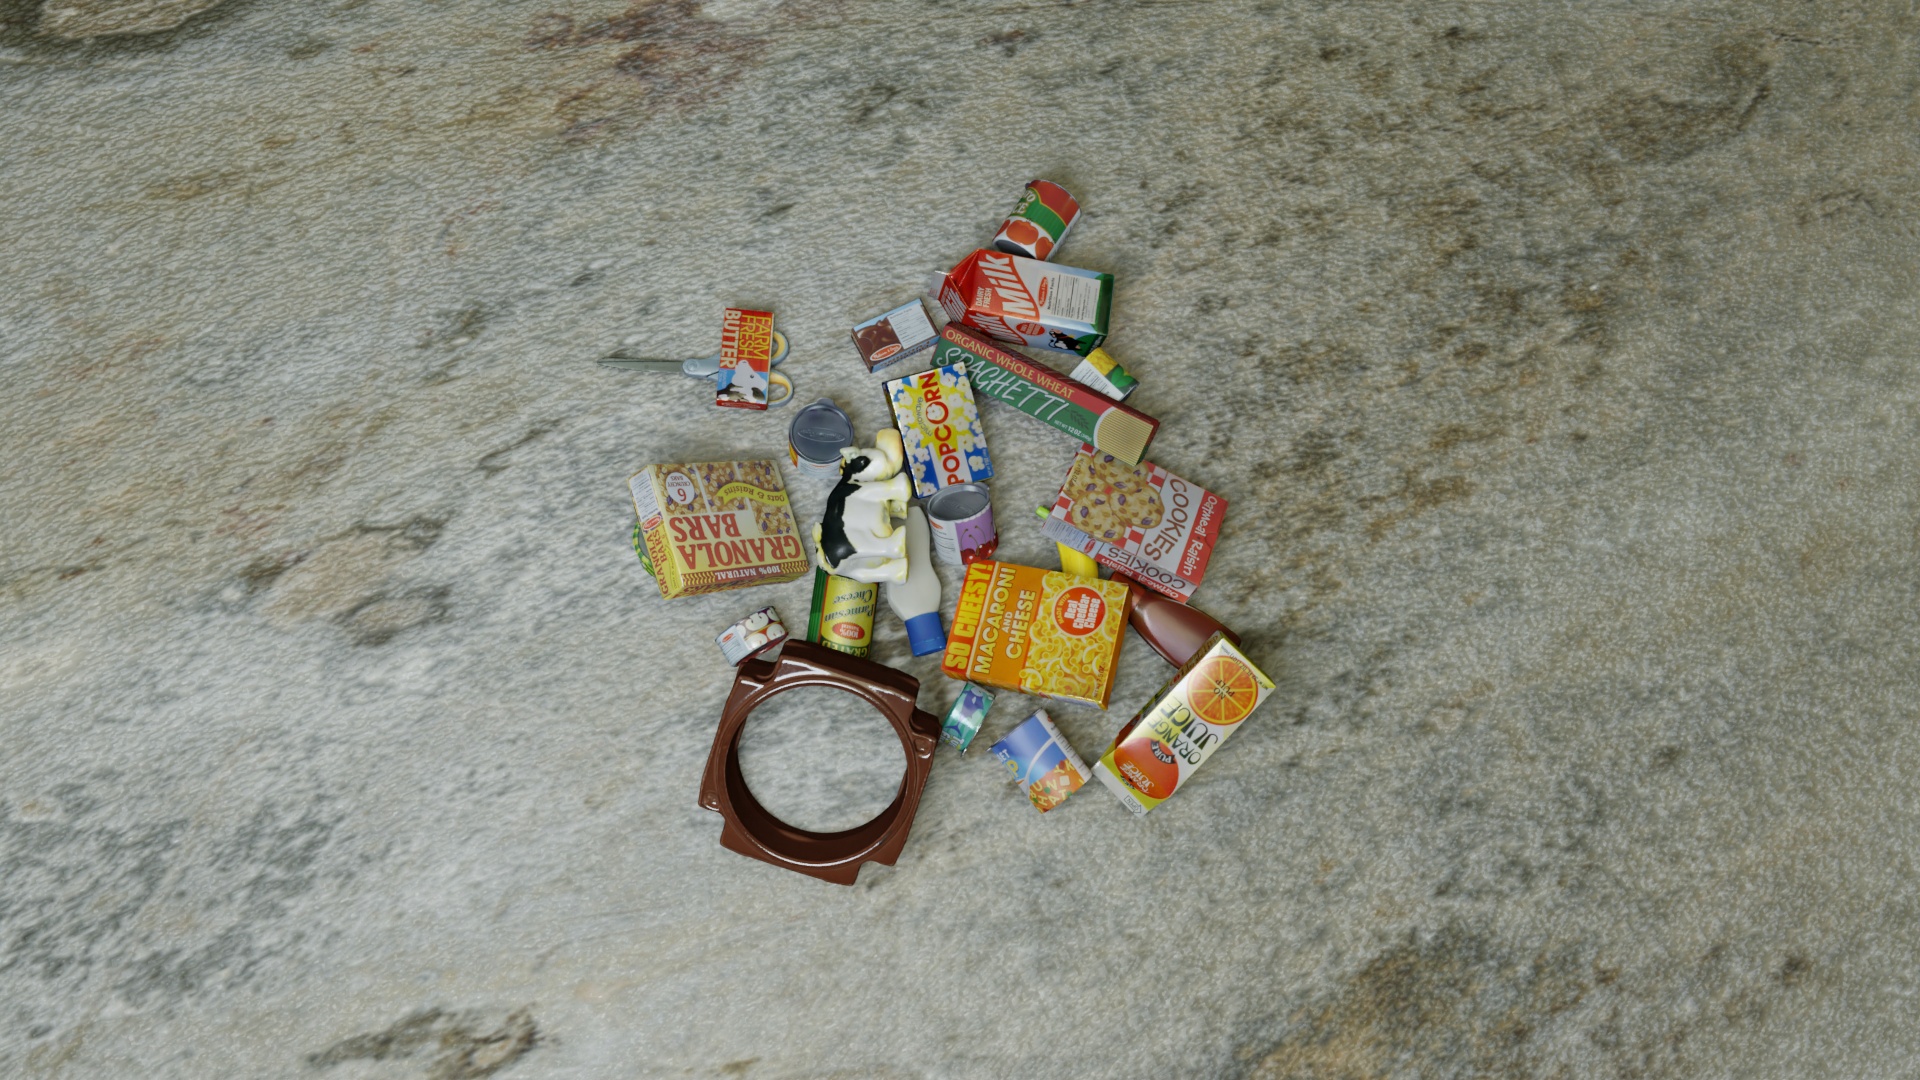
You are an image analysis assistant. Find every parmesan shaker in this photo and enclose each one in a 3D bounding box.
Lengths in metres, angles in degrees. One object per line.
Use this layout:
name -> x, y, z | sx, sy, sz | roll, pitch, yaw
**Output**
parmesan shaker -> -0.120, 0.078, 1.379 | 0.071, 0.071, 0.103 | 8, 76, -6

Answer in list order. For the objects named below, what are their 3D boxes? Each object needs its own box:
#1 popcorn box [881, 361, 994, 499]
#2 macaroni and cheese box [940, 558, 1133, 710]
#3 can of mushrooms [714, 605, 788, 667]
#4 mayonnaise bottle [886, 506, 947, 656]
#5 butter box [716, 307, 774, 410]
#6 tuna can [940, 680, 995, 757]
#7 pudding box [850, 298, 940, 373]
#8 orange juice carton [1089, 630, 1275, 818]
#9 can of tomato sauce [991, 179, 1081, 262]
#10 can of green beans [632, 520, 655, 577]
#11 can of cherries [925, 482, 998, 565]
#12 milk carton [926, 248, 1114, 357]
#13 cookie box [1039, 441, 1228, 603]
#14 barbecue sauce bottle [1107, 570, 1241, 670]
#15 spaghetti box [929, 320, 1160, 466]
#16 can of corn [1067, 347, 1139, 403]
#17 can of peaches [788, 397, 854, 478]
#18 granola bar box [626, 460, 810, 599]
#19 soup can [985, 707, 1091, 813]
popcorn box -> -0.023, -0.114, 1.438 | 0.085, 0.038, 0.126 | -16, 96, -10
macaroni and cheese box -> 0.077, 0.092, 1.386 | 0.166, 0.040, 0.124 | 10, 73, 19
can of mushrooms -> -0.203, 0.094, 1.366 | 0.071, 0.071, 0.033 | -31, 83, -13
mayonnaise bottle -> -0.050, 0.043, 1.412 | 0.065, 0.041, 0.148 | -14, 80, -10
butter box -> -0.222, -0.187, 1.436 | 0.053, 0.024, 0.104 | 4, 75, -8
tuna can -> 0.004, 0.176, 1.372 | 0.033, 0.071, 0.071 | 30, 75, 1
pudding box -> -0.070, -0.218, 1.478 | 0.084, 0.030, 0.049 | -26, 82, -13
orange juice carton -> 0.218, 0.184, 1.379 | 0.072, 0.073, 0.192 | 43, 97, 4
can of tomato sauce -> 0.081, -0.340, 1.509 | 0.071, 0.071, 0.083 | 32, 75, 1
can of green beans -> -0.290, 0.003, 1.380 | 0.071, 0.057, 0.071 | 2, 76, -7
can of cherries -> 0.005, -0.018, 1.410 | 0.071, 0.058, 0.072 | -9, 34, 6
milk carton -> 0.061, -0.256, 1.484 | 0.191, 0.072, 0.073 | 10, 75, -6
cookie box -> 0.182, -0.024, 1.439 | 0.167, 0.040, 0.123 | 26, 54, 0
barbecue sauce bottle -> 0.212, 0.086, 1.434 | 0.148, 0.043, 0.065 | 34, 80, 2
spaghetti box -> 0.085, -0.155, 1.448 | 0.250, 0.029, 0.050 | 28, 112, 12
can of corn -> 0.147, -0.163, 1.477 | 0.058, 0.071, 0.071 | 43, 75, 4
can of peaches -> -0.143, -0.104, 1.426 | 0.071, 0.058, 0.071 | 2, 76, -7
granola bar box -> -0.234, -0.013, 1.352 | 0.166, 0.039, 0.124 | -6, 74, -51
soup can -> 0.077, 0.219, 1.373 | 0.071, 0.071, 0.084 | -36, 84, -14
